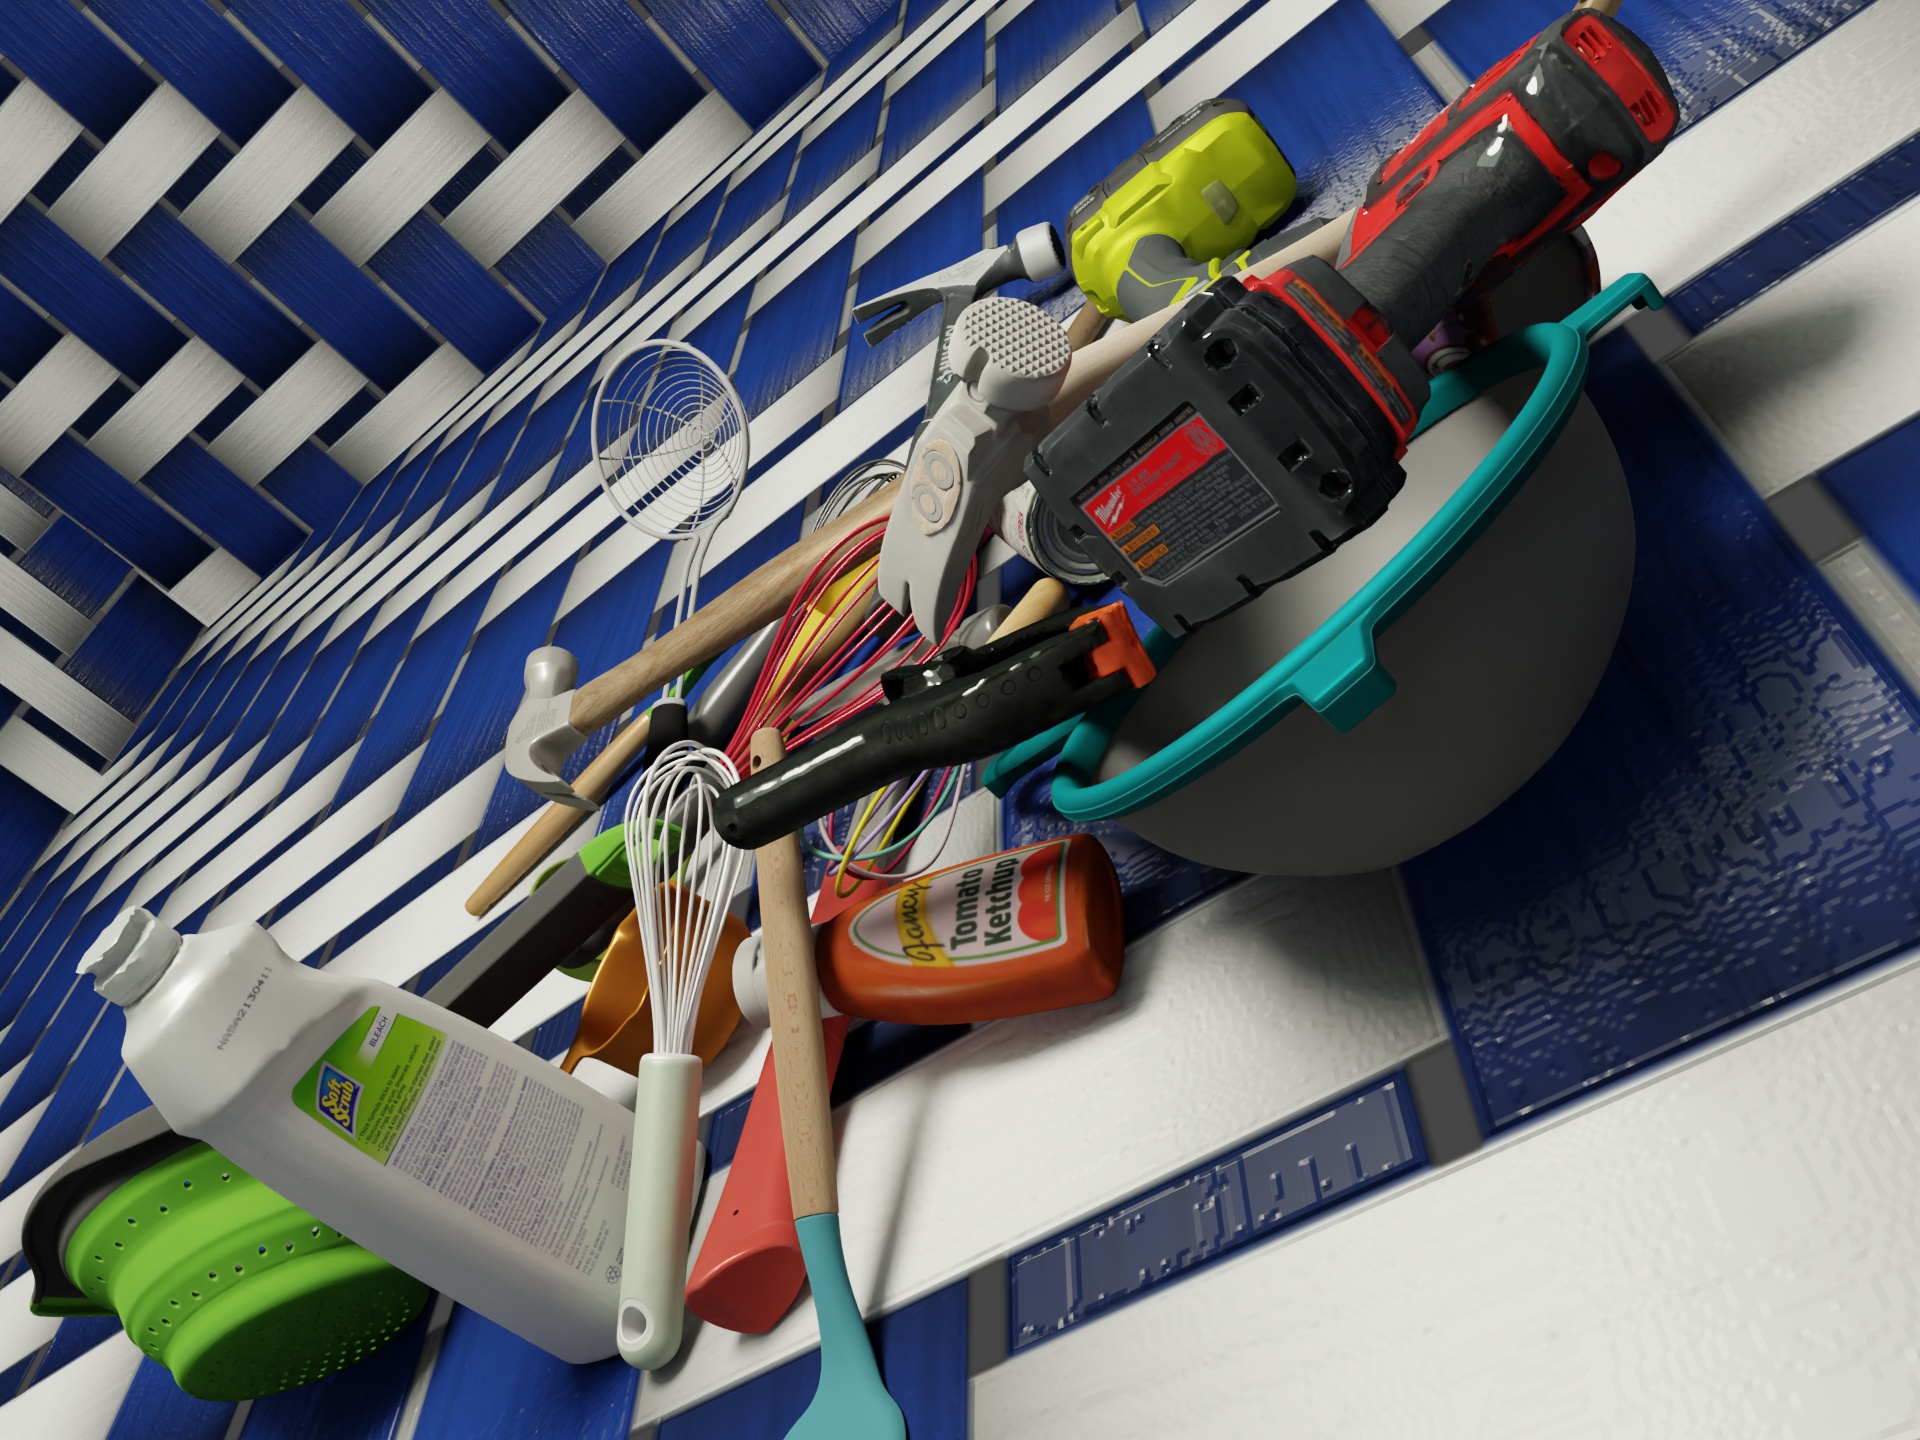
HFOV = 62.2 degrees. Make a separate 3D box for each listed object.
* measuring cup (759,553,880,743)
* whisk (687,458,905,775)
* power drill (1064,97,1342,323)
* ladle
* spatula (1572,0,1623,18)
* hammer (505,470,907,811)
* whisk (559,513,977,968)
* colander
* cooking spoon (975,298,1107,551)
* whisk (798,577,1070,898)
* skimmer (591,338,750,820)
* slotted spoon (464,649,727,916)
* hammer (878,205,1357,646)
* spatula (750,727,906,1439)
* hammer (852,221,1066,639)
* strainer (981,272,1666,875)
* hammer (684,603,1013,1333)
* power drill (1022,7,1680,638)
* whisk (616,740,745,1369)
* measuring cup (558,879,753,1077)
[{"bbox_3d":[-0.089,-0.038,0.927,0.029,0.062,0.156,114,-179,-81],"label":"measuring cup"},{"bbox_3d":[-0.103,-0.062,0.976,0.239,0.055,0.055,-53,27,-3],"label":"whisk"},{"bbox_3d":[0.137,-0.242,0.850,0.171,0.080,0.223,-36,32,21],"label":"power drill"},{"bbox_3d":[-0.114,0.008,0.867,0.320,0.078,0.062,-52,-14,-15],"label":"ladle"},{"bbox_3d":[0.165,-0.143,0.628,0.316,0.018,0.060,-60,23,18],"label":"spatula"},{"bbox_3d":[-0.123,-0.053,0.848,0.331,0.031,0.130,-29,41,25],"label":"hammer"},{"bbox_3d":[-0.100,0.012,0.772,0.296,0.073,0.073,-47,27,7],"label":"whisk"},{"bbox_3d":[-0.256,0.197,0.723,0.397,0.204,0.095,-41,58,15],"label":"colander"},{"bbox_3d":[0.047,-0.196,0.970,0.069,0.017,0.319,-1,52,54],"label":"cooking spoon"},{"bbox_3d":[-0.002,-0.001,0.697,0.051,0.047,0.245,-1,29,26],"label":"whisk"},{"bbox_3d":[-0.190,-0.071,0.962,0.127,0.090,0.364,-21,51,31],"label":"skimmer"},{"bbox_3d":[-0.218,0.016,1.038,0.314,0.031,0.070,-45,-5,8],"label":"slotted spoon"},{"bbox_3d":[0.125,-0.169,0.653,0.410,0.038,0.146,-36,-18,-34],"label":"hammer"},{"bbox_3d":[-0.059,0.145,0.550,0.082,0.044,0.318,-28,60,35],"label":"spatula"},{"bbox_3d":[-0.017,-0.182,0.957,0.149,0.036,0.409,-16,37,19],"label":"hammer"},{"bbox_3d":[0.109,0.001,0.557,0.211,0.095,0.340,-49,6,-29],"label":"strainer"},{"bbox_3d":[-0.059,0.094,0.705,0.149,0.036,0.359,-26,33,34],"label":"hammer"},{"bbox_3d":[0.127,-0.131,0.517,0.220,0.078,0.143,-45,6,-27],"label":"power drill"},{"bbox_3d":[-0.114,0.128,0.636,0.058,0.059,0.246,-7,73,29],"label":"whisk"},{"bbox_3d":[-0.155,0.160,0.741,0.173,0.052,0.095,-59,22,4],"label":"measuring cup"}]
